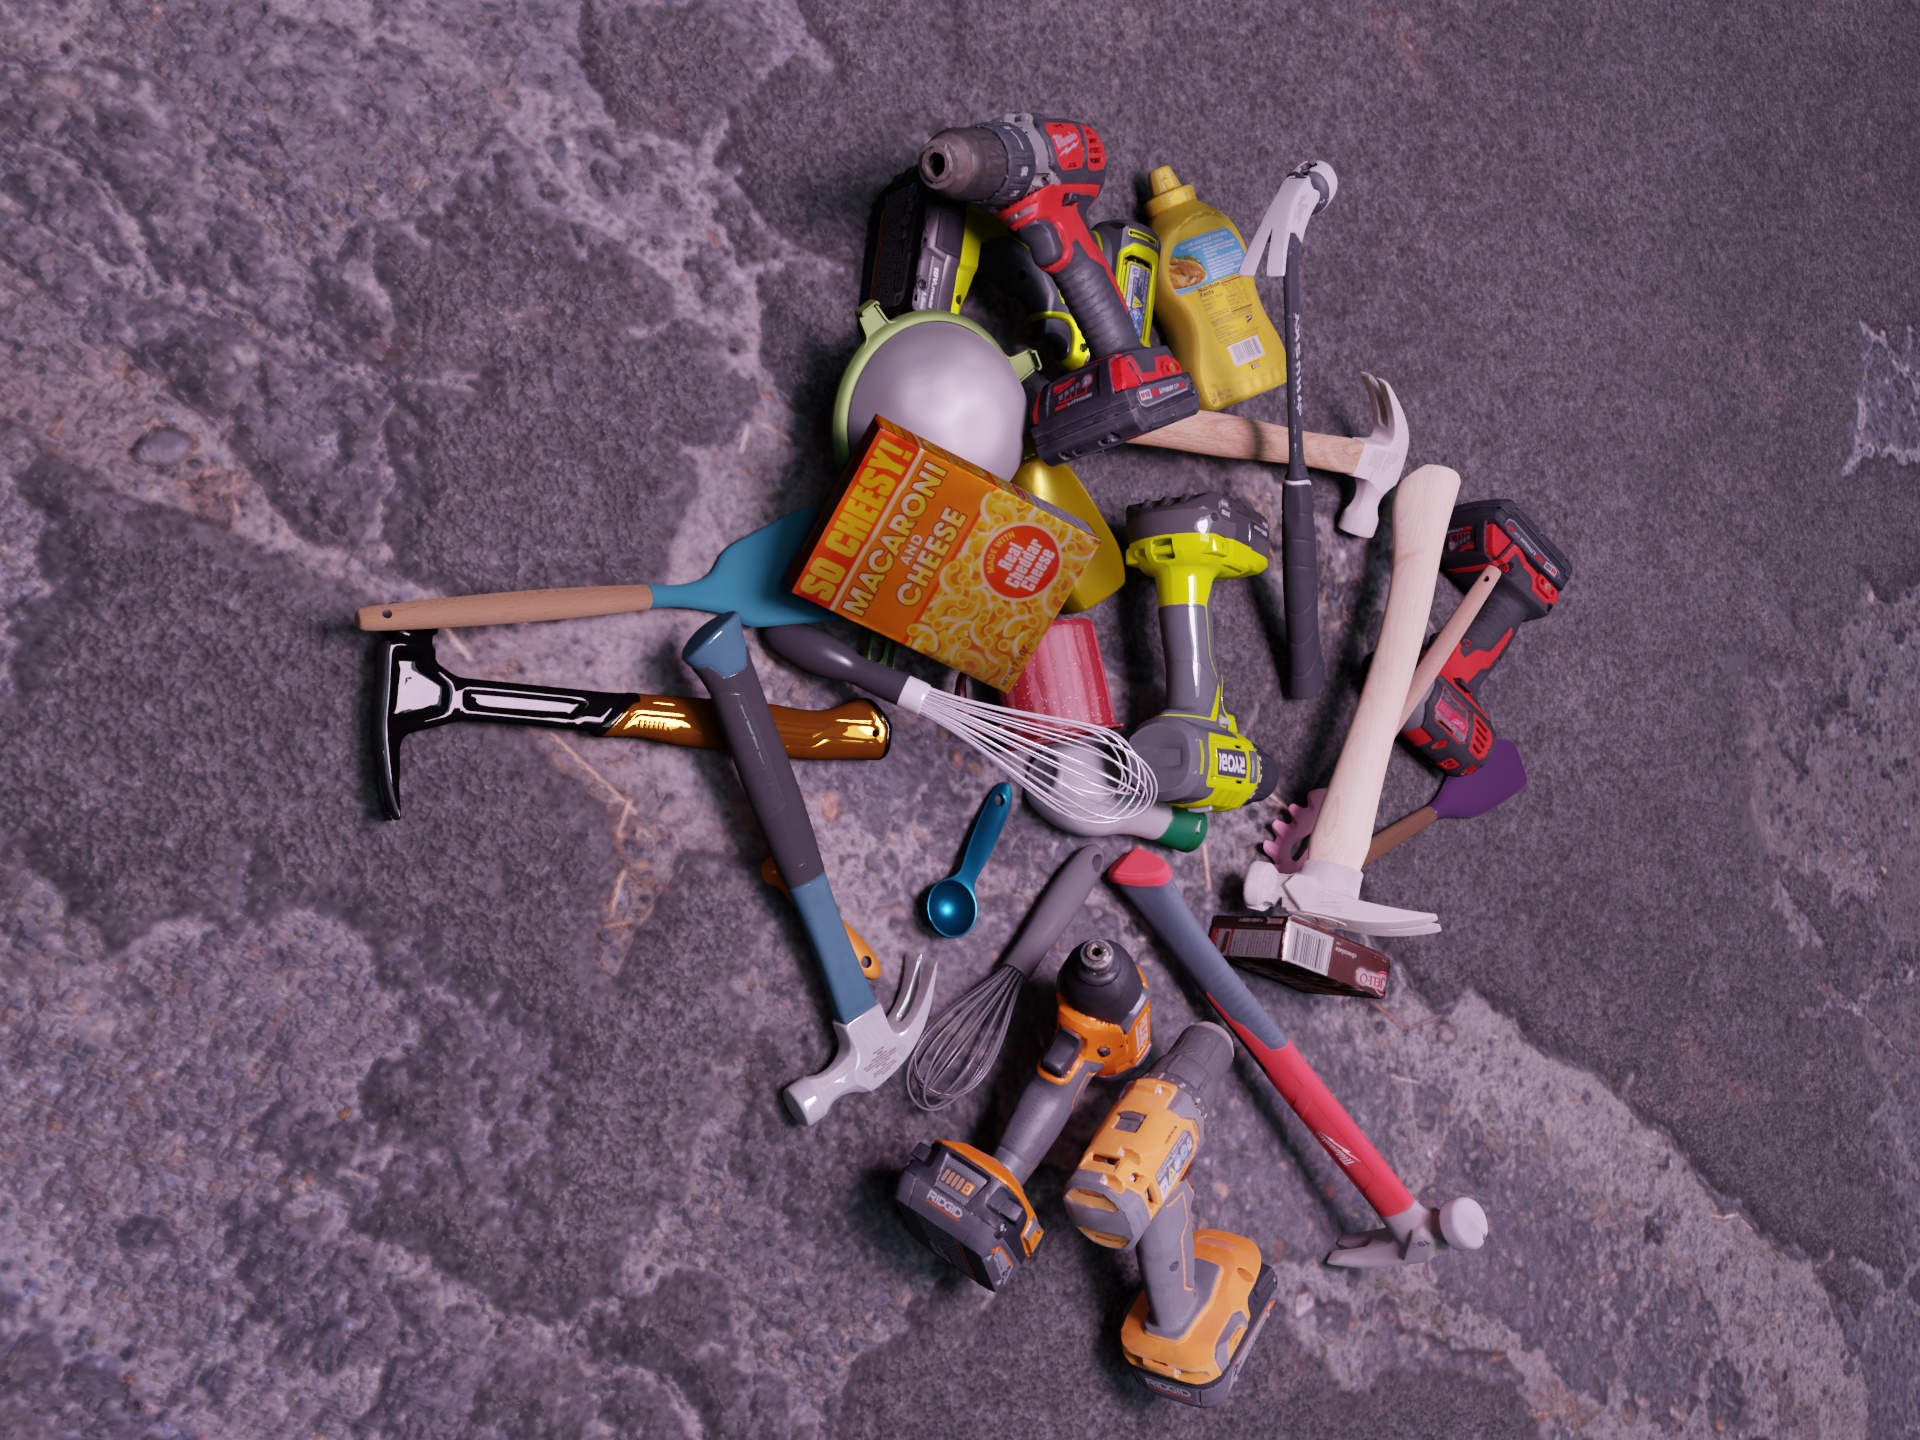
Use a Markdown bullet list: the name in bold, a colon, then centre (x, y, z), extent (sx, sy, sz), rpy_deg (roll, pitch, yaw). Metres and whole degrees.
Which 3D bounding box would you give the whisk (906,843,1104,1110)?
- **whisk**: centre (0.037, 0.176, 1.126), extent (0.055, 0.055, 0.239), rpy_deg (49, 59, -18)

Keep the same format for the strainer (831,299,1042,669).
- **strainer**: centre (-0.018, -0.145, 1.068), extent (0.151, 0.069, 0.256), rpy_deg (8, 99, -36)

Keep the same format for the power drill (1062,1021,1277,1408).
- **power drill**: centre (0.159, 0.343, 1.126), extent (0.185, 0.084, 0.226), rpy_deg (-45, 126, -42)

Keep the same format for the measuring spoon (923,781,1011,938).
- **measuring spoon**: centre (0.006, 0.098, 1.133), extent (0.042, 0.021, 0.129), rpy_deg (39, 58, -22)

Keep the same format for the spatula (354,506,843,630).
- **spatula**: centre (-0.212, -0.081, 0.980), extent (0.317, 0.044, 0.082), rpy_deg (-10, 76, -41)

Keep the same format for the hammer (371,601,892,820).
- **hammer**: centre (-0.195, 0.006, 1.004), extent (0.336, 0.034, 0.127), rpy_deg (5, 82, -31)

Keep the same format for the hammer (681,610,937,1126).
- **hammer**: centre (-0.105, 0.090, 1.024), extent (0.128, 0.033, 0.331), rpy_deg (-28, 109, -30)

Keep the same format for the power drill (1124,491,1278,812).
- **power drill**: centre (0.188, -0.043, 1.202), extent (0.190, 0.080, 0.228), rpy_deg (10, 78, -57)

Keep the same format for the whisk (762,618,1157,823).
- **whisk**: centre (-0.002, -0.003, 1.059), extent (0.284, 0.070, 0.070), rpy_deg (24, 71, 2)

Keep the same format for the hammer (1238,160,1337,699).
- **hammer**: centre (0.252, -0.193, 1.192), extent (0.149, 0.036, 0.408), rpy_deg (-54, 142, -47)

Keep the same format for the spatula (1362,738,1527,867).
- **spatula**: centre (0.385, 0.087, 1.361), extent (0.316, 0.018, 0.060), rpy_deg (-25, 95, -32)

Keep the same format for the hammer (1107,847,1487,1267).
- **hammer**: centre (0.232, 0.262, 1.217), extent (0.386, 0.143, 0.038), rpy_deg (52, 48, -4)

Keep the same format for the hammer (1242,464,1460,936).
- **hammer**: centre (0.348, -0.026, 1.266), extent (0.038, 0.146, 0.411), rpy_deg (52, 52, -54)

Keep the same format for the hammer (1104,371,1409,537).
- **hammer**: centre (0.230, -0.221, 1.241), extent (0.331, 0.031, 0.130), rpy_deg (1, 115, -35)

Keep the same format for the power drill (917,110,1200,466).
- **power drill**: centre (0.061, -0.288, 1.045), extent (0.188, 0.080, 0.226), rpy_deg (-28, 100, -54)

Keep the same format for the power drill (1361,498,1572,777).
- **power drill**: centre (0.429, -0.076, 1.372), extent (0.143, 0.078, 0.220), rpy_deg (38, 70, -23)

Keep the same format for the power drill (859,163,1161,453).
- **power drill**: centre (0.045, -0.300, 1.157), extent (0.223, 0.080, 0.171), rpy_deg (11, 84, -33)

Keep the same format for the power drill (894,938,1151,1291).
- **power drill**: centre (0.052, 0.252, 1.066), extent (0.226, 0.084, 0.164), rpy_deg (-52, 154, -23)

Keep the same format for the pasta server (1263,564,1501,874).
- **pasta server**: centre (0.348, 0.002, 1.288), extent (0.316, 0.060, 0.040), rpy_deg (-55, 157, -5)

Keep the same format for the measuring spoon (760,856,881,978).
- **measuring spoon**: centre (-0.091, 0.134, 1.069), extent (0.116, 0.011, 0.021), rpy_deg (48, 64, -19)
